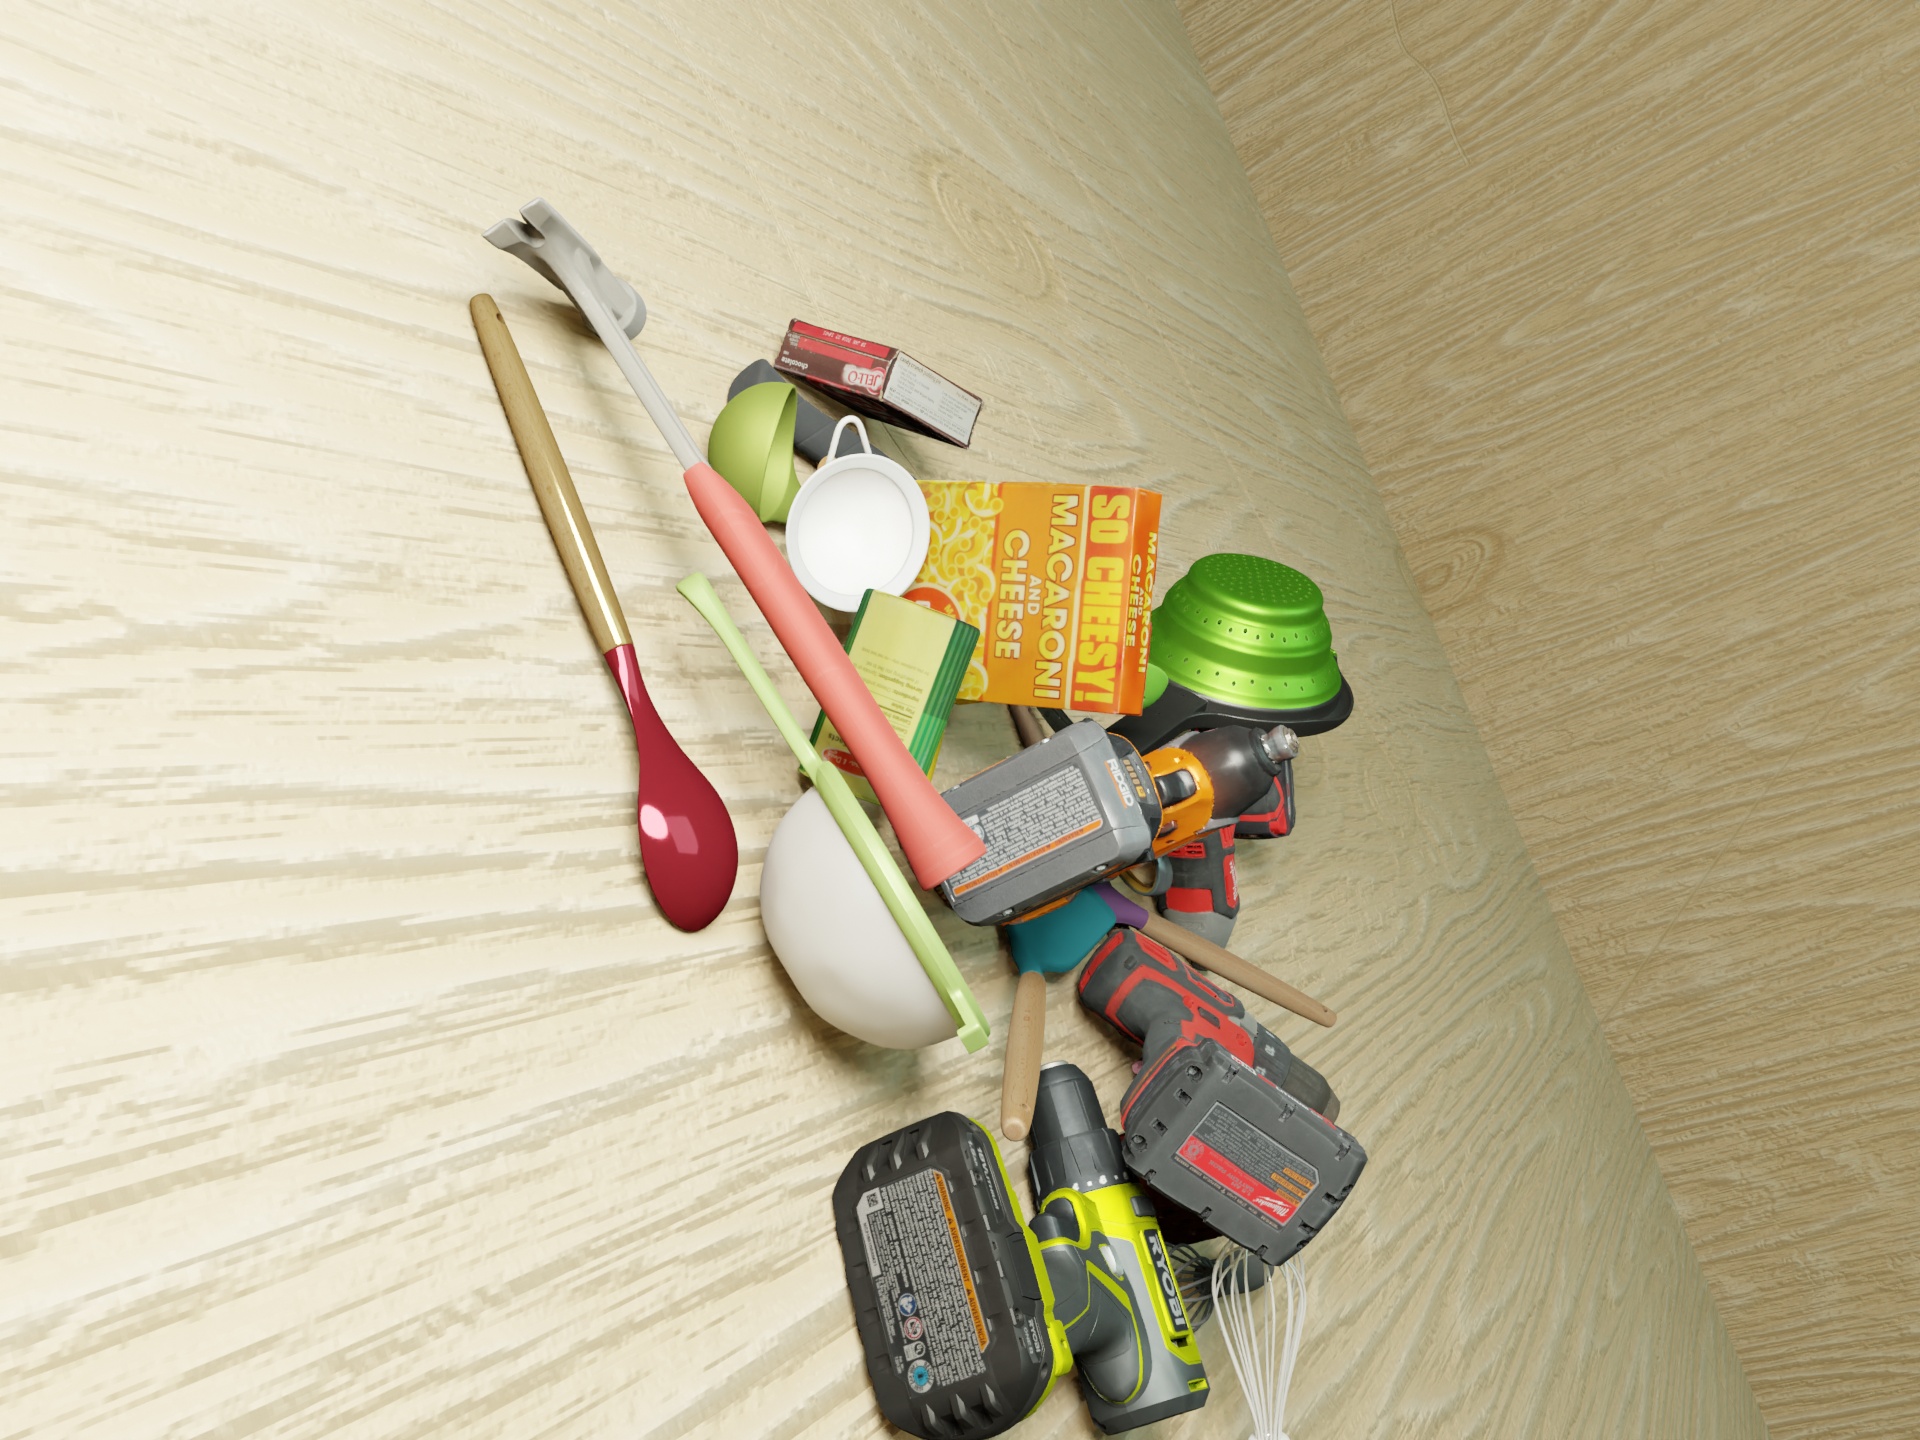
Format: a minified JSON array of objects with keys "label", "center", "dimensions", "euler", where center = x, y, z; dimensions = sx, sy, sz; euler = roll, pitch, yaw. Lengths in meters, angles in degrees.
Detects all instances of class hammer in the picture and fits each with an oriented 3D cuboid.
[{"label":"hammer","center":[-0.099,-0.078,0.756],"dimensions":[0.359,0.036,0.149],"euler":[57,4,3]},{"label":"hammer","center":[-0.017,-0.135,1.081],"dimensions":[0.408,0.036,0.149],"euler":[27,46,-53]}]

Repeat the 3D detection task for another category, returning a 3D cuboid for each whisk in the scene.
[{"label":"whisk","center":[0.152,0.344,0.981],"dimensions":[0.238,0.055,0.055],"euler":[27,45,-60]},{"label":"whisk","center":[0.175,0.402,0.903],"dimensions":[0.057,0.059,0.246],"euler":[-7,95,-23]}]

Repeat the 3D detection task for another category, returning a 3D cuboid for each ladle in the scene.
[{"label":"ladle","center":[-0.166,-0.055,0.731],"dimensions":[0.315,0.031,0.069],"euler":[67,20,7]},{"label":"ladle","center":[-0.044,-0.091,0.966],"dimensions":[0.319,0.062,0.078],"euler":[41,55,-46]}]

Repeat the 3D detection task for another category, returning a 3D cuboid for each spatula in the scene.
[{"label":"spatula","center":[0.045,0.145,0.873],"dimensions":[0.082,0.044,0.317],"euler":[44,12,-5]},{"label":"spatula","center":[0.140,0.146,1.066],"dimensions":[0.315,0.018,0.060],"euler":[29,41,-26]}]

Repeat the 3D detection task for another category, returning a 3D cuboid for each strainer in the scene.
[{"label":"strainer","center":[-0.047,-0.038,0.881],"dimensions":[0.087,0.050,0.258],"euler":[-16,103,-26]},{"label":"strainer","center":[-0.079,0.054,0.741],"dimensions":[0.256,0.069,0.151],"euler":[58,-6,0]}]

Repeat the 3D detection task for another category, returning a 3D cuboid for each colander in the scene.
[{"label":"colander","center":[0.187,-0.048,1.239],"dimensions":[0.397,0.205,0.094],"euler":[-31,139,-50]}]

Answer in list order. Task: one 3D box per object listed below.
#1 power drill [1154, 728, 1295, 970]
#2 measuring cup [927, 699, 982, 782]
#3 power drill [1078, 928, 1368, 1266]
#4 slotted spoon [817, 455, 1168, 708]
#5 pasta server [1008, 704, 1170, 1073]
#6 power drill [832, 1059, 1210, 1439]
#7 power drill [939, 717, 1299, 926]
[{"label":"power drill","center":[0.204,0.088,1.246],"dimensions":[0.220,0.078,0.143],"euler":[-50,136,-57]},{"label":"measuring cup","center":[-0.002,-0.003,0.971],"dimensions":[0.157,0.029,0.062],"euler":[-73,147,-41]},{"label":"power drill","center":[0.163,0.220,0.932],"dimensions":[0.188,0.080,0.227],"euler":[35,9,-8]},{"label":"slotted spoon","center":[0.025,-0.079,1.033],"dimensions":[0.313,0.070,0.031],"euler":[34,51,-33]},{"label":"pasta server","center":[0.093,0.130,1.075],"dimensions":[0.060,0.040,0.316],"euler":[0,64,-63]},{"label":"power drill","center":[0.036,0.258,0.791],"dimensions":[0.228,0.080,0.191],"euler":[27,40,-56]},{"label":"power drill","center":[0.095,0.047,0.907],"dimensions":[0.226,0.164,0.084],"euler":[-3,67,-62]}]
